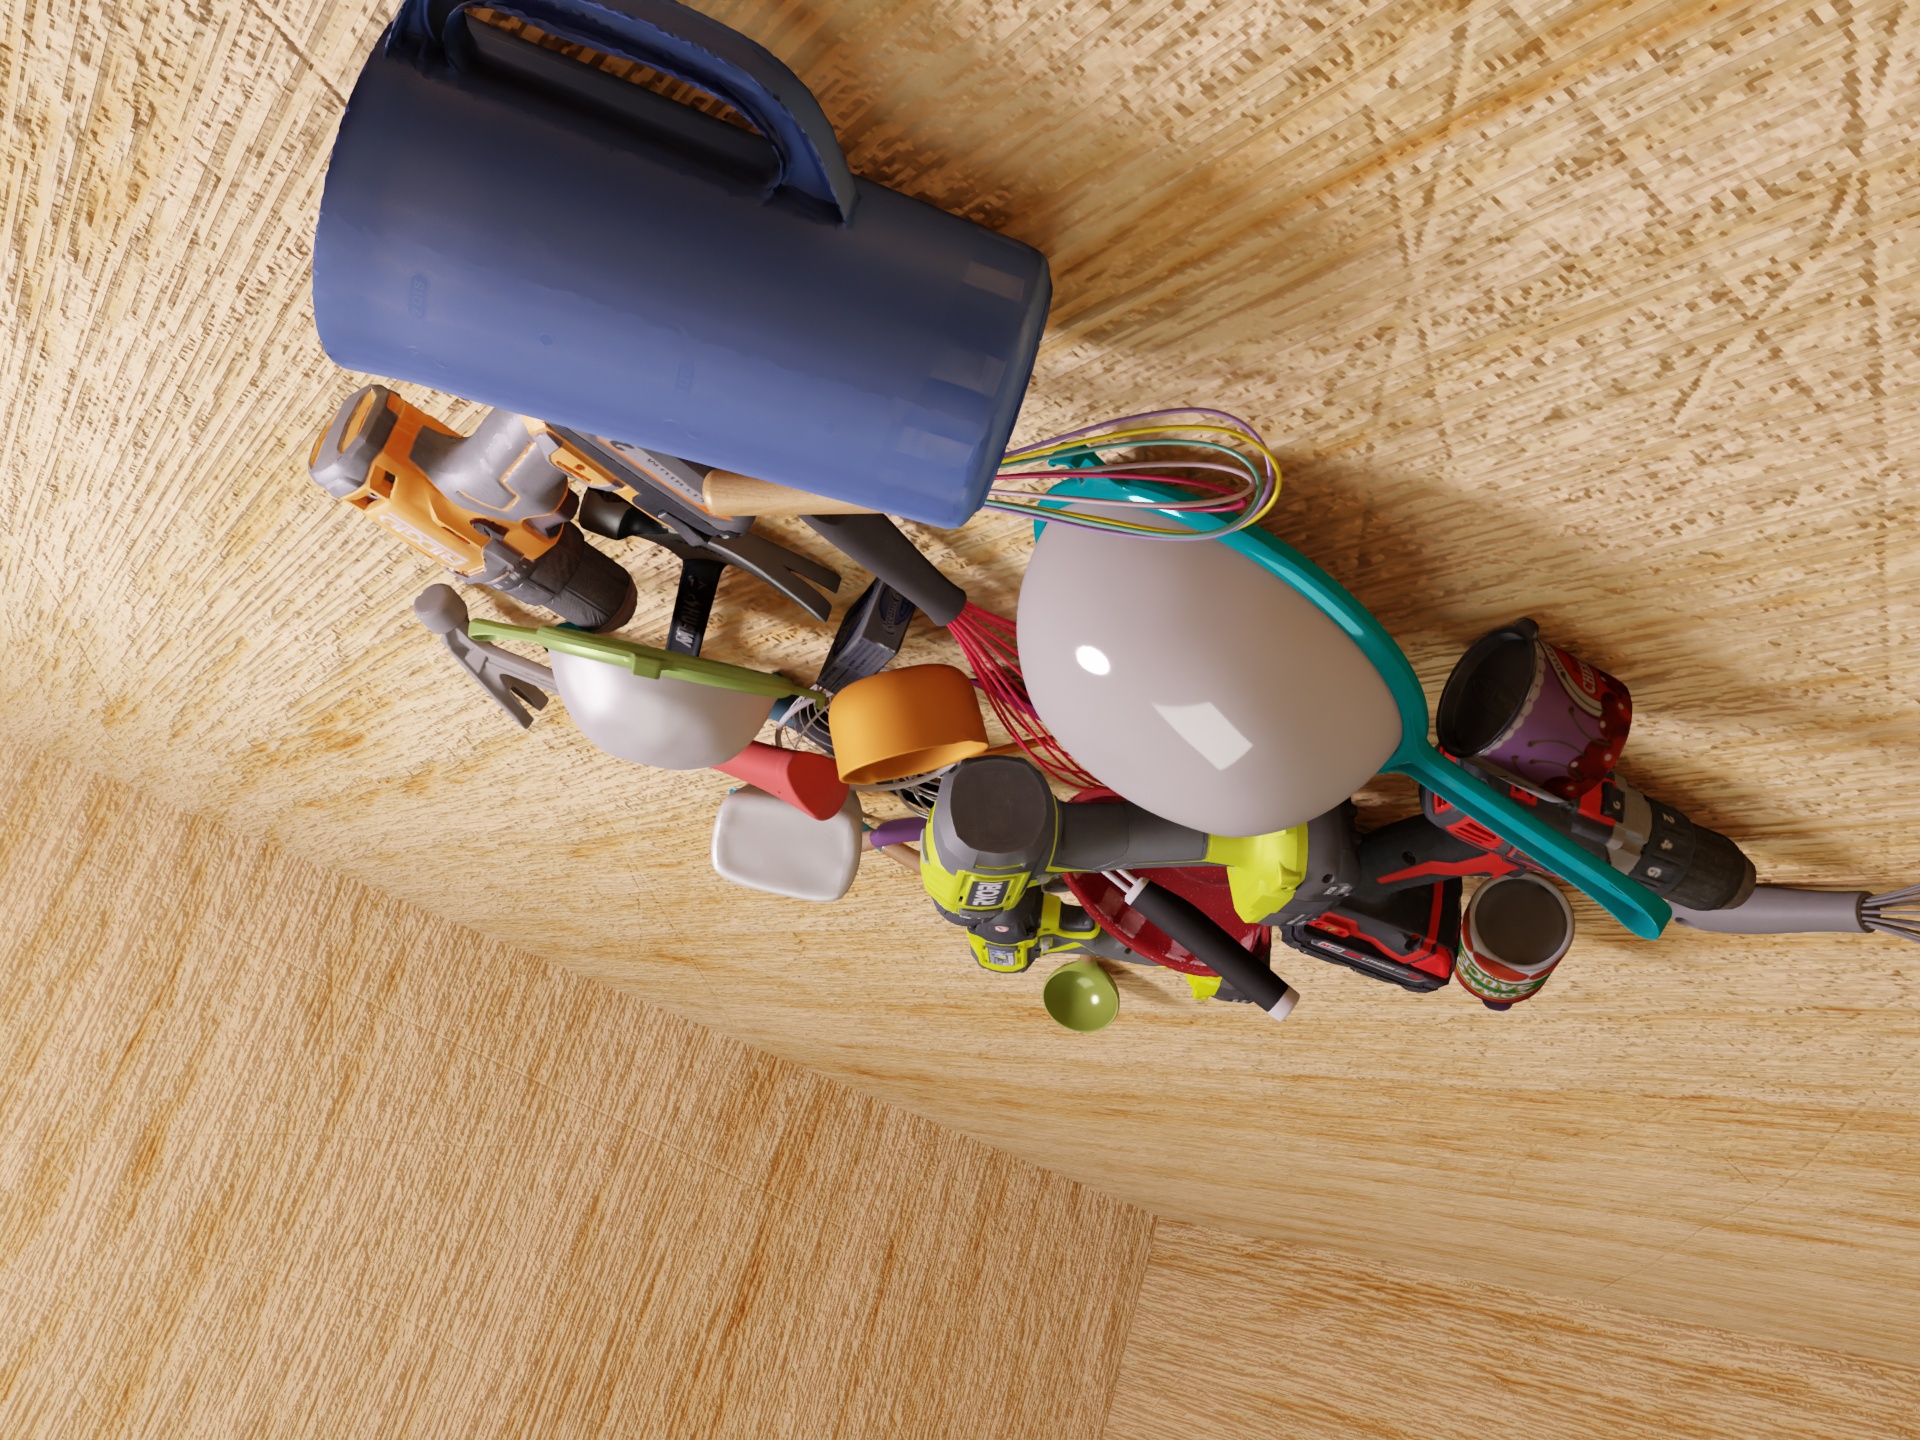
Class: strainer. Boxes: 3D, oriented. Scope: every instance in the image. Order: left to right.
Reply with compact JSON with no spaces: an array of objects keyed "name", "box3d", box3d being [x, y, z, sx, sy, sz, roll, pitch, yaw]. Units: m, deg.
[{"name":"strainer","box3d":[-0.218,-0.016,0.958,0.256,0.069,0.151,11,180,36]},{"name":"strainer","box3d":[0.152,0.024,0.727,0.340,0.095,0.211,34,165,11]}]

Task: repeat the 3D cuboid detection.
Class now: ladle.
[{"name":"ladle","box3d":[0.115,0.220,1.464,0.078,0.062,0.320,15,157,9]}]

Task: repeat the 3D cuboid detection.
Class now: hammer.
[{"name":"hammer","box3d":[-0.216,0.001,1.072,0.359,0.037,0.149,19,155,33]},{"name":"hammer","box3d":[-0.181,-0.040,1.059,0.149,0.036,0.408,20,158,-7]},{"name":"hammer","box3d":[-0.028,0.054,1.190,0.128,0.033,0.330,-3,151,47]}]

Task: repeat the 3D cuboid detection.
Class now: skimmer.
[{"name":"skimmer","box3d":[0.049,0.088,1.006,0.363,0.090,0.127,38,142,8]}]

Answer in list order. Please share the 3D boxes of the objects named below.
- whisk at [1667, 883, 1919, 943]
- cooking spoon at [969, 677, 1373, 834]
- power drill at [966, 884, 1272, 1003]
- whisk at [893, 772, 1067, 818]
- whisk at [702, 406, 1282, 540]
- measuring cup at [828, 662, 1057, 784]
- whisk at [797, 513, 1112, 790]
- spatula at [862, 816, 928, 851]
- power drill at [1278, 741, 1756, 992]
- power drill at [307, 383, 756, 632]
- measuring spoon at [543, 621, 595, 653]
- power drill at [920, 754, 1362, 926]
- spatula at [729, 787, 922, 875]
[{"name":"whisk","box3d":[0.486,0.103,0.851,0.055,0.055,0.239,29,162,-25]},{"name":"cooking spoon","box3d":[0.149,0.032,0.996,0.318,0.017,0.069,22,177,-10]},{"name":"power drill","box3d":[0.116,0.154,1.190,0.223,0.080,0.171,5,159,4]},{"name":"whisk","box3d":[0.070,0.065,1.112,0.246,0.058,0.059,15,155,-2]},{"name":"whisk","box3d":[0.008,-0.094,0.657,0.245,0.051,0.047,1,162,17]},{"name":"measuring cup","box3d":[-0.001,-0.003,0.933,0.173,0.052,0.095,-7,168,-44]},{"name":"whisk","box3d":[0.008,-0.050,0.859,0.073,0.073,0.295,-6,144,48]},{"name":"spatula","box3d":[-0.080,0.096,1.259,0.059,0.018,0.316,12,164,-29]},{"name":"power drill","box3d":[0.306,0.086,0.903,0.187,0.080,0.226,20,152,-12]},{"name":"power drill","box3d":[-0.187,-0.114,0.785,0.226,0.084,0.185,-12,145,39]},{"name":"measuring spoon","box3d":[-0.238,-0.046,1.152,0.128,0.021,0.042,19,154,-27]},{"name":"power drill","box3d":[0.090,0.074,0.891,0.228,0.080,0.190,-1,159,-5]},{"name":"spatula","box3d":[-0.046,0.125,1.332,0.317,0.044,0.082,27,157,11]}]
